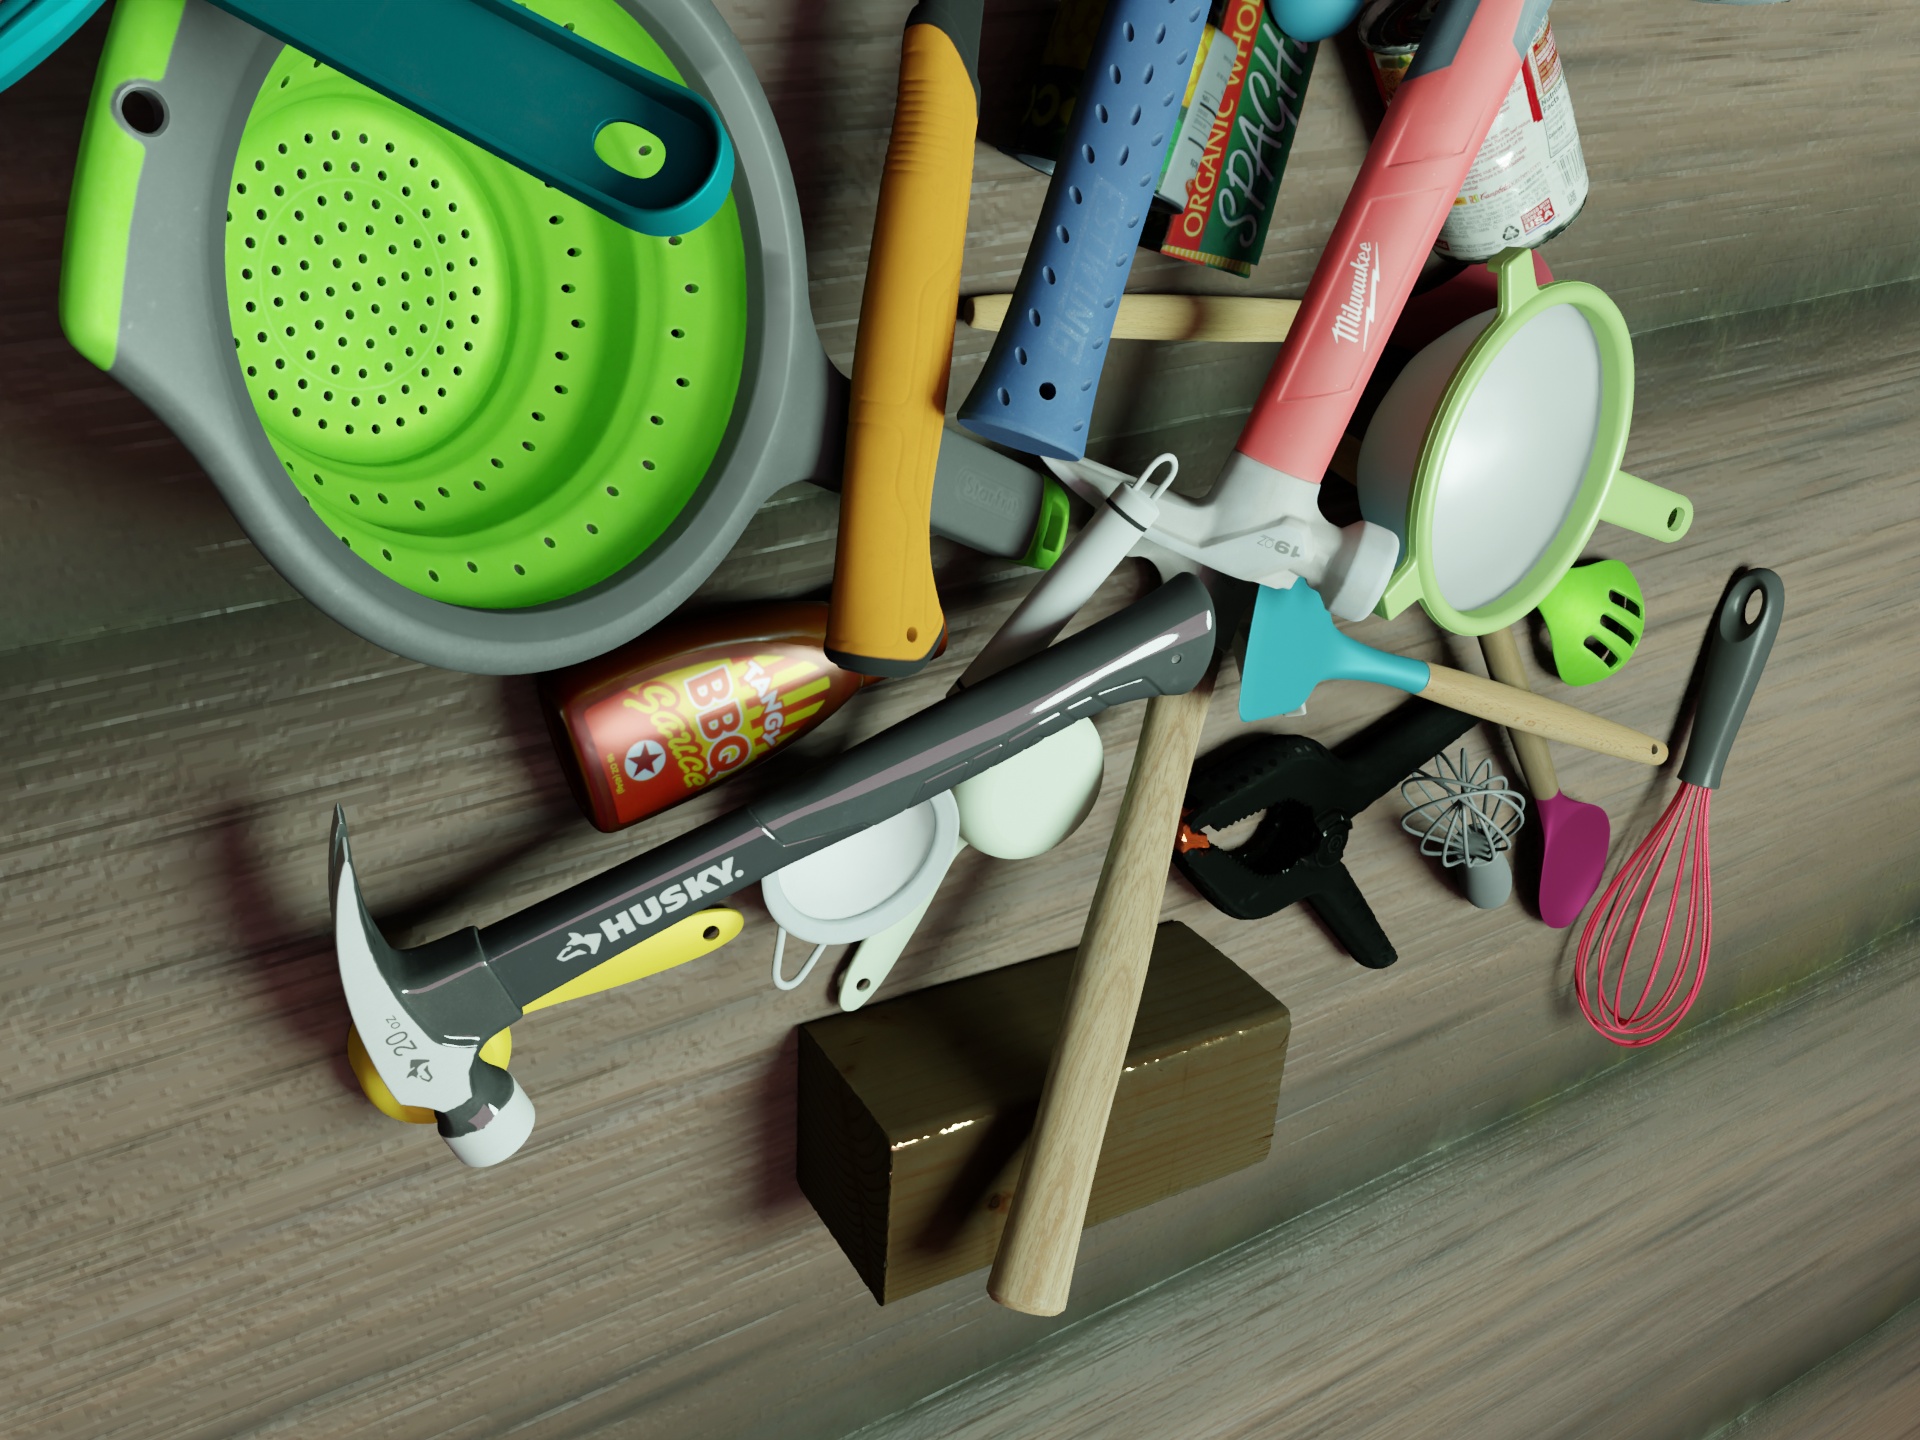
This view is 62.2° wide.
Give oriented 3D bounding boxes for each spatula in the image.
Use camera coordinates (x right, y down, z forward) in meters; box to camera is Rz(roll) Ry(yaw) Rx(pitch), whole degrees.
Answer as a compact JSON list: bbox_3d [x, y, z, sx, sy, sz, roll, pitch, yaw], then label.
[{"bbox_3d":[0.237,-0.012,0.737,0.317,0.044,0.082,13,87,-31],"label":"spatula"}]

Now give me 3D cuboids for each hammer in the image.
[{"bbox_3d":[0.071,0.075,0.658,0.130,0.031,0.331,26,74,-39],"label":"hammer"},{"bbox_3d":[0.085,-0.280,0.503,0.144,0.035,0.405,17,91,-23],"label":"hammer"},{"bbox_3d":[-0.057,0.030,0.564,0.335,0.035,0.146,-27,127,-10],"label":"hammer"},{"bbox_3d":[0.160,-0.232,0.554,0.143,0.038,0.386,23,111,0],"label":"hammer"},{"bbox_3d":[-0.013,-0.180,0.494,0.127,0.034,0.337,-5,105,-54],"label":"hammer"}]

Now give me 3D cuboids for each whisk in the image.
[{"bbox_3d":[0.428,0.055,0.934,0.073,0.073,0.295,3,105,-33],"label":"whisk"},{"bbox_3d":[0.256,0.064,0.796,0.055,0.055,0.238,-51,152,-1],"label":"whisk"}]

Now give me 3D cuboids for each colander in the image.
[{"bbox_3d":[-0.098,-0.109,0.512,0.396,0.094,0.204,14,90,-54],"label":"colander"}]

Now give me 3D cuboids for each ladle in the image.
[{"bbox_3d":[0.141,-0.169,0.666,0.315,0.031,0.069,-7,118,-28],"label":"ladle"}]

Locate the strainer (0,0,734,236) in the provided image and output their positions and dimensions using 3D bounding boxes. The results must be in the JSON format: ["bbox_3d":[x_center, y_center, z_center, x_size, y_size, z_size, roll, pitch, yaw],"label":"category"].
[{"bbox_3d":[-0.197,-0.185,0.280,0.340,0.095,0.211,28,88,2],"label":"strainer"}]

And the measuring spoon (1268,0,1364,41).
[{"bbox_3d":[0.103,-0.282,0.549,0.128,0.021,0.042,25,98,-38],"label":"measuring spoon"}]

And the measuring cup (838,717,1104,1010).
[{"bbox_3d":[0.002,0.061,0.678,0.083,0.038,0.167,31,92,-38],"label":"measuring cup"}]

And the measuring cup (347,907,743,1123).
[{"bbox_3d":[-0.152,0.108,0.609,0.156,0.029,0.062,-19,121,-21],"label":"measuring cup"}]

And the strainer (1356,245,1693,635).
[{"bbox_3d":[0.255,-0.115,0.721,0.256,0.069,0.151,4,109,-46],"label":"strainer"}]

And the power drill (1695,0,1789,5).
[{"bbox_3d":[0.273,-0.386,0.612,0.226,0.084,0.185,-9,114,-33],"label":"power drill"}]

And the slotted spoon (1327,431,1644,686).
[{"bbox_3d":[0.252,-0.086,0.774,0.313,0.031,0.070,22,95,-36],"label":"slotted spoon"}]

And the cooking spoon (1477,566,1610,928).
[{"bbox_3d":[0.306,0.022,0.845,0.069,0.017,0.318,-48,136,-11],"label":"cooking spoon"}]

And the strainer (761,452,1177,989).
[{"bbox_3d":[-0.001,-0.002,0.620,0.086,0.050,0.258,27,110,-41],"label":"strainer"}]
